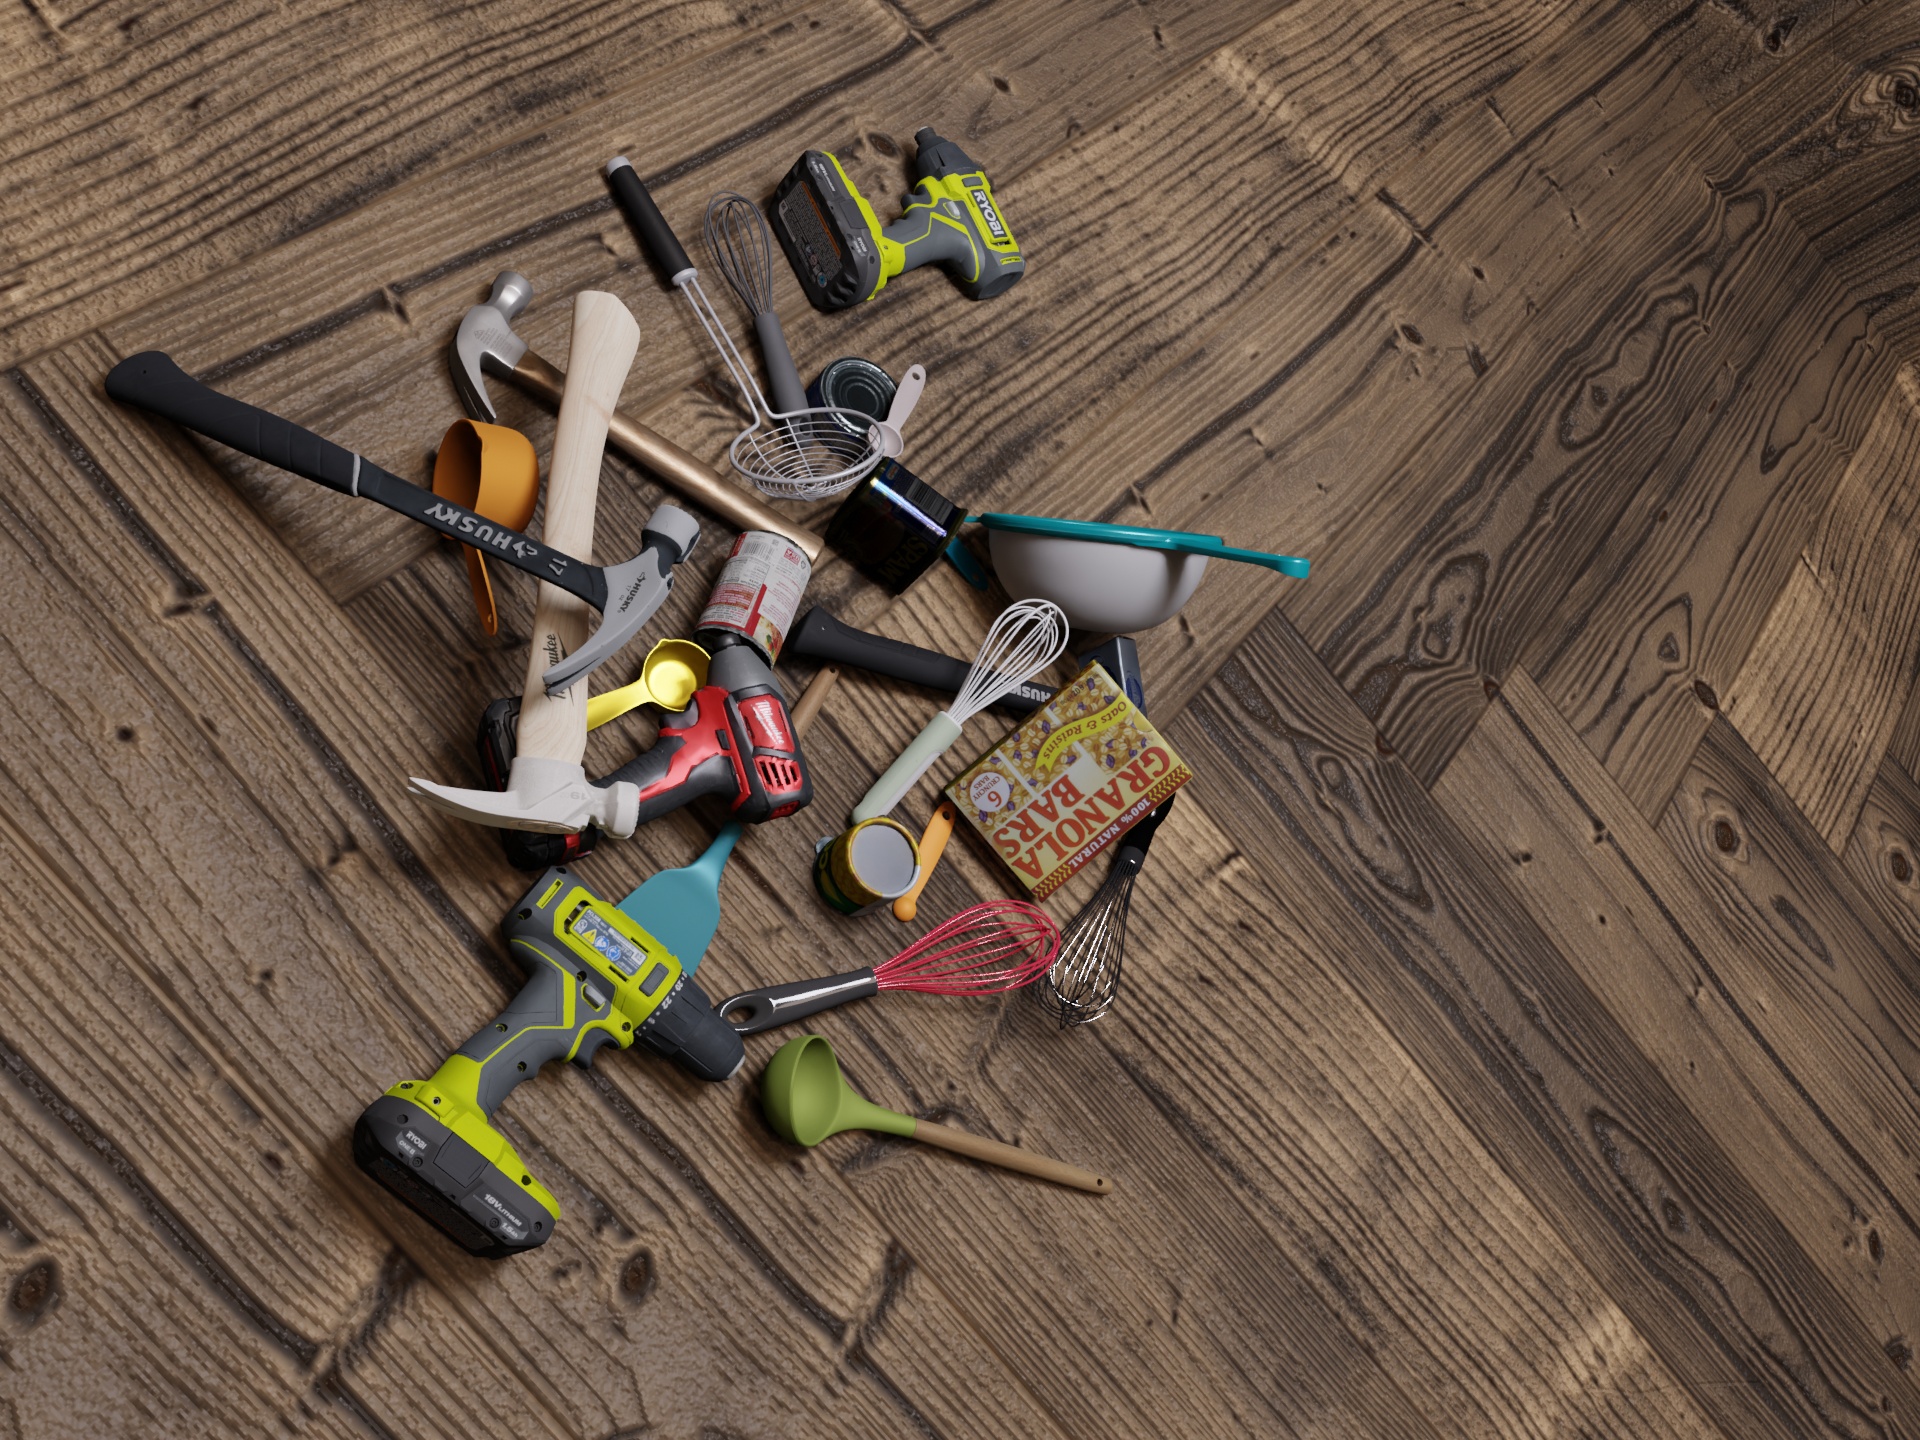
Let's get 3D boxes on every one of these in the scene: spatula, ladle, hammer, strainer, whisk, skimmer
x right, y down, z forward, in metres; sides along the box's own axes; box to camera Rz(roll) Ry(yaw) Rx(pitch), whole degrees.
[{"bbox_3d":[-0.167,0.065,1.215,0.082,0.044,0.318,38,50,-12],"label":"spatula"},{"bbox_3d":[-0.008,0.310,1.190,0.320,0.062,0.078,24,60,-25],"label":"ladle"},{"bbox_3d":[-0.283,-0.123,1.106,0.146,0.038,0.411,9,67,-20],"label":"hammer"},{"bbox_3d":[0.155,-0.113,1.338,0.211,0.341,0.095,0,102,-37],"label":"strainer"},{"bbox_3d":[-0.051,0.194,1.214,0.295,0.073,0.073,-11,76,-28],"label":"whisk"},{"bbox_3d":[-0.192,-0.332,1.310,0.127,0.090,0.363,-27,81,-26],"label":"skimmer"},{"bbox_3d":[-0.388,-0.151,1.062,0.409,0.036,0.149,24,66,6],"label":"hammer"},{"bbox_3d":[-0.170,-0.345,1.370,0.055,0.055,0.239,-13,82,-35],"label":"whisk"},{"bbox_3d":[0.006,-0.029,1.344,0.334,0.035,0.146,15,63,-30],"label":"hammer"},{"bbox_3d":[-0.002,-0.004,1.283,0.059,0.057,0.246,39,79,15],"label":"whisk"},{"bbox_3d":[0.134,0.143,1.351,0.070,0.070,0.285,39,50,-12],"label":"whisk"},{"bbox_3d":[-0.254,-0.218,1.272,0.331,0.031,0.130,33,56,-17],"label":"hammer"}]

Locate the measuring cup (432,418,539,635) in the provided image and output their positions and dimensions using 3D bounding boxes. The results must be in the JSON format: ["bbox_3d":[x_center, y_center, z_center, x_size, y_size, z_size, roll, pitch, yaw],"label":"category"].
[{"bbox_3d":[-0.332,-0.135,1.145,0.052,0.095,0.174,2,61,-41],"label":"measuring cup"}]

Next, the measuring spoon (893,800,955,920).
[{"bbox_3d":[-0.026,0.112,1.288,0.021,0.011,0.117,35,56,-16],"label":"measuring spoon"}]

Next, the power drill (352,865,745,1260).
[{"bbox_3d":[-0.263,0.234,1.050,0.190,0.080,0.229,43,52,-10],"label":"power drill"}]

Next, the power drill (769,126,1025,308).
[{"bbox_3d":[-0.058,-0.468,1.476,0.223,0.080,0.171,-23,84,-40],"label":"power drill"}]

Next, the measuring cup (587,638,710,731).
[{"bbox_3d":[-0.257,-0.011,1.194,0.156,0.029,0.062,-26,87,-25],"label":"measuring cup"}]

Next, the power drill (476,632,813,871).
[{"bbox_3d":[-0.224,0.020,1.140,0.219,0.078,0.143,-13,77,-26],"label":"power drill"}]

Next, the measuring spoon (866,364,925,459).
[{"bbox_3d":[-0.055,-0.269,1.388,0.034,0.018,0.124,34,49,-16],"label":"measuring spoon"}]

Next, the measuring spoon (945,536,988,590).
[{"bbox_3d":[-0.021,-0.162,1.408,0.128,0.021,0.042,49,53,-16],"label":"measuring spoon"}]
